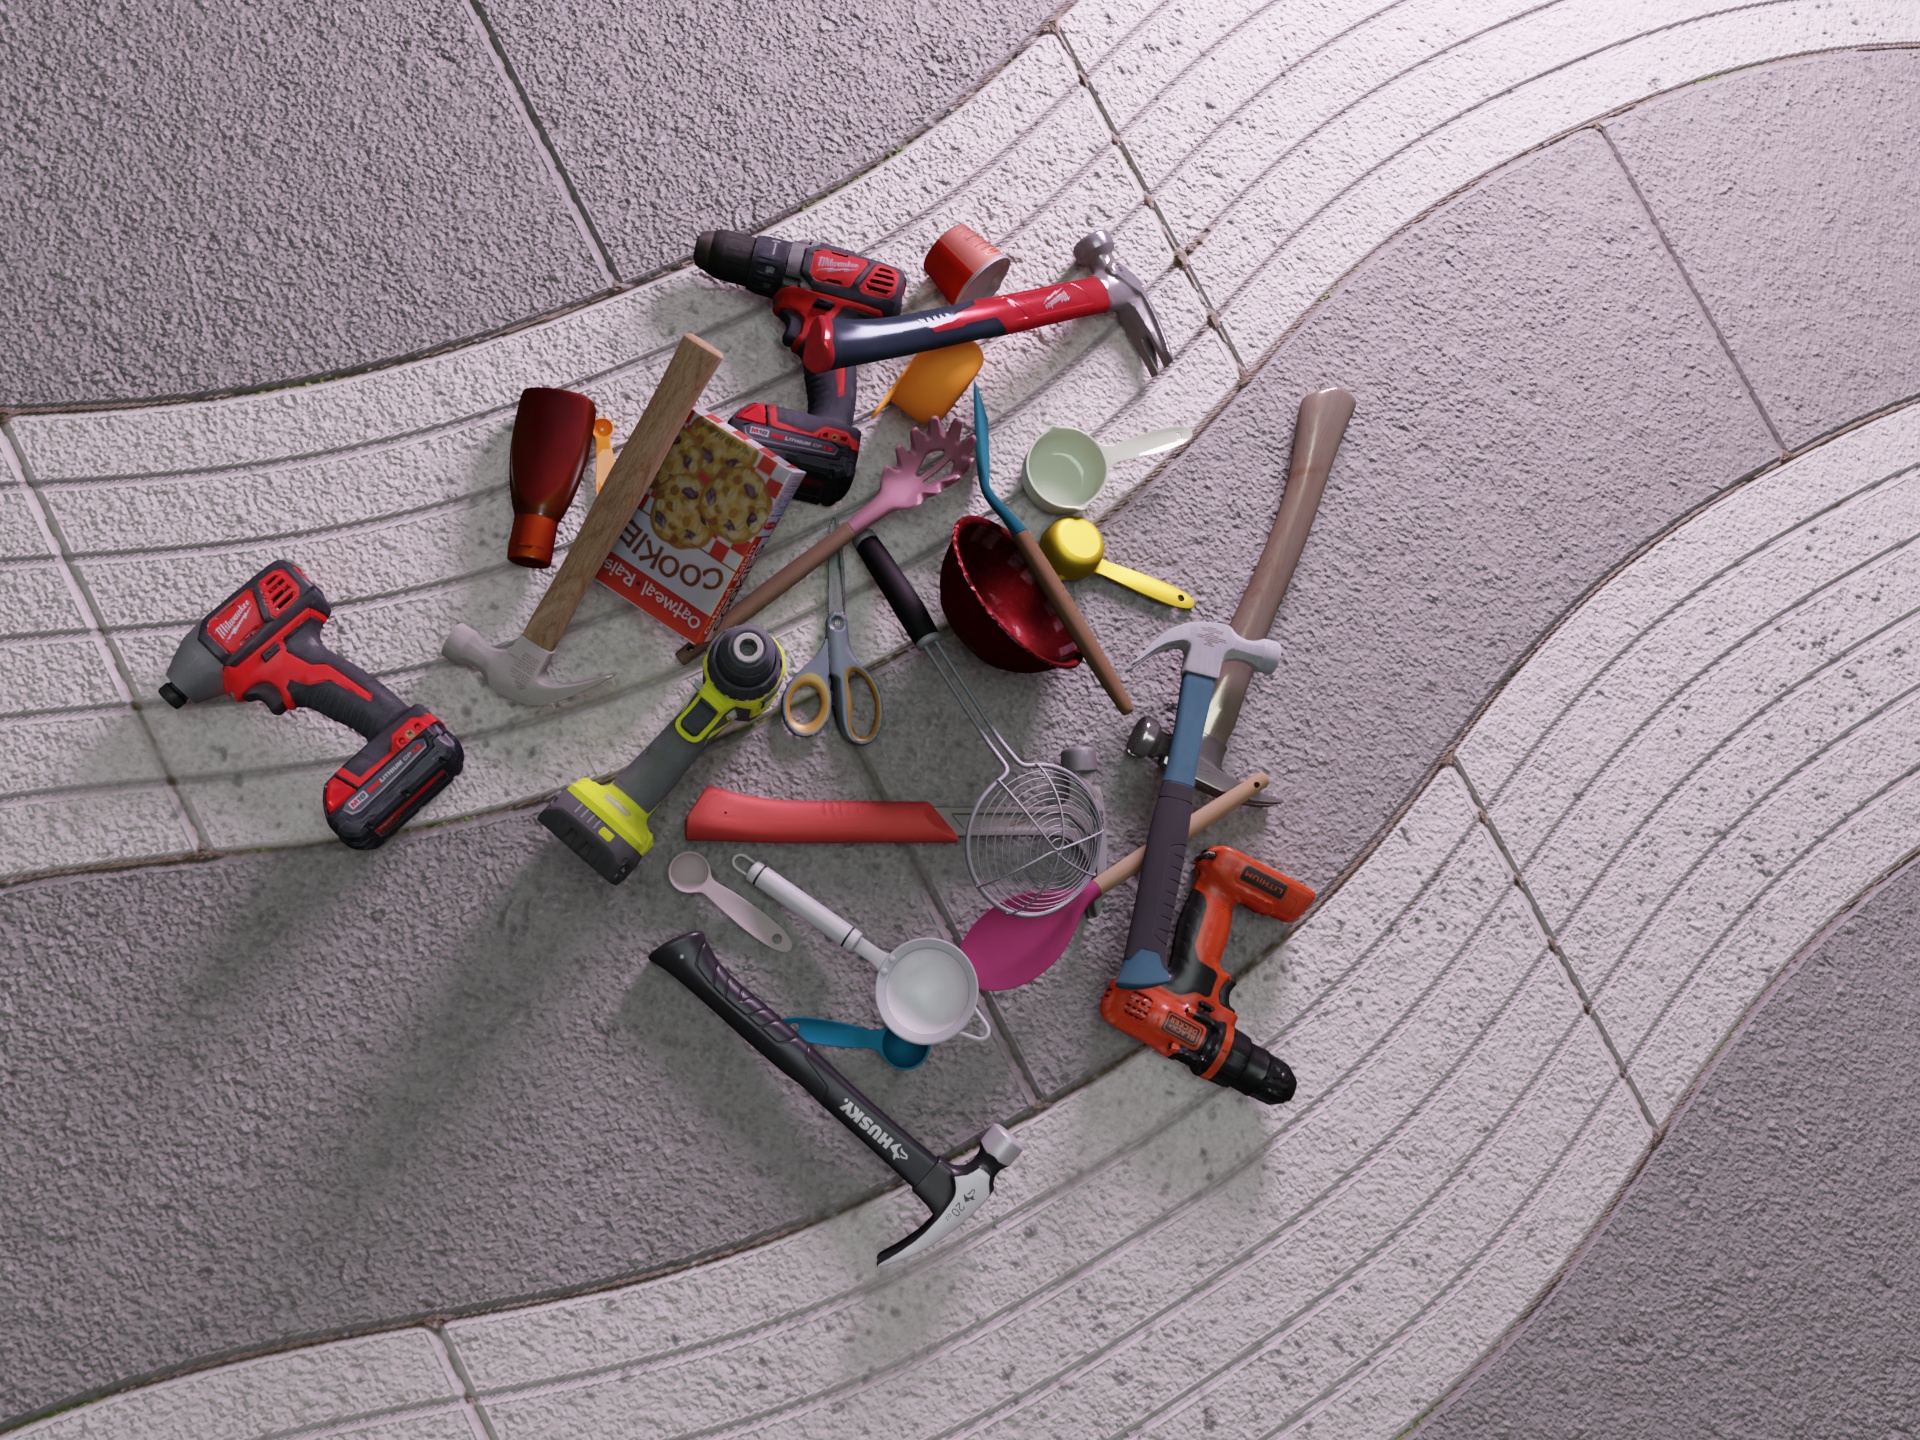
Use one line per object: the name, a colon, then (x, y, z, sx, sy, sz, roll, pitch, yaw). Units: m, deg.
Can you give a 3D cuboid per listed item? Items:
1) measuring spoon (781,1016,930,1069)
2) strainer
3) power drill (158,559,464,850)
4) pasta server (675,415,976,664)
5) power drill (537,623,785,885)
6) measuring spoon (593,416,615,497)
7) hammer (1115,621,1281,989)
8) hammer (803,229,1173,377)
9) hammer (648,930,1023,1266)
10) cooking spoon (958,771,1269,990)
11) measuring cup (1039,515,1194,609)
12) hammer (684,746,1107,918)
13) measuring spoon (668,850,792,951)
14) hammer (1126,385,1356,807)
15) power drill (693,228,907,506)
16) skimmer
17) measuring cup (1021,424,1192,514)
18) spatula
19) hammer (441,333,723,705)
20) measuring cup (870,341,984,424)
measuring spoon: (-0.089, 0.262, 1.323, 0.128, 0.021, 0.042, 9, 82, -1)
strainer: (-0.082, 0.185, 1.316, 0.258, 0.050, 0.087, 34, 86, 6)
power drill: (-0.512, -0.008, 1.251, 0.219, 0.078, 0.143, 45, 74, 2)
pasta server: (-0.116, -0.150, 1.362, 0.316, 0.040, 0.060, -38, 79, -8)
power drill: (-0.224, 0.017, 1.250, 0.080, 0.190, 0.228, 41, 79, -2)
measuring spoon: (-0.303, -0.203, 1.366, 0.021, 0.011, 0.117, -6, 84, -9)
hammer: (0.184, 0.069, 1.352, 0.128, 0.033, 0.331, 15, 72, -5)
hammer: (0.029, -0.332, 1.367, 0.386, 0.038, 0.143, -24, 83, -39)
hammer: (-0.120, 0.293, 1.290, 0.335, 0.035, 0.146, 41, 85, 1)
cooking spoon: (0.137, 0.130, 1.356, 0.319, 0.017, 0.069, -31, 86, -15)
measuring cup: (0.146, -0.138, 1.433, 0.156, 0.029, 0.062, 22, 60, -11)
hammer: (-0.052, 0.096, 1.348, 0.359, 0.036, 0.149, 1, 79, -12)
measuring spoon: (-0.191, 0.153, 1.322, 0.124, 0.018, 0.034, 39, 74, -10)
hammer: (0.291, -0.122, 1.462, 0.146, 0.038, 0.411, 26, 75, -8)
power drill: (-0.155, -0.318, 1.385, 0.188, 0.080, 0.227, 13, 74, -10)
skimmer: (-0.002, -0.004, 1.353, 0.127, 0.090, 0.364, -23, 66, -22)
measuring cup: (0.133, -0.237, 1.450, 0.167, 0.038, 0.083, -19, 84, -17)
spatula: (0.074, -0.146, 1.379, 0.044, 0.082, 0.318, -30, 77, 1)
hammer: (-0.284, -0.158, 1.281, 0.130, 0.031, 0.331, 32, 100, -4)
measuring cup: (-0.030, -0.282, 1.369, 0.052, 0.095, 0.174, 36, 36, -7)
